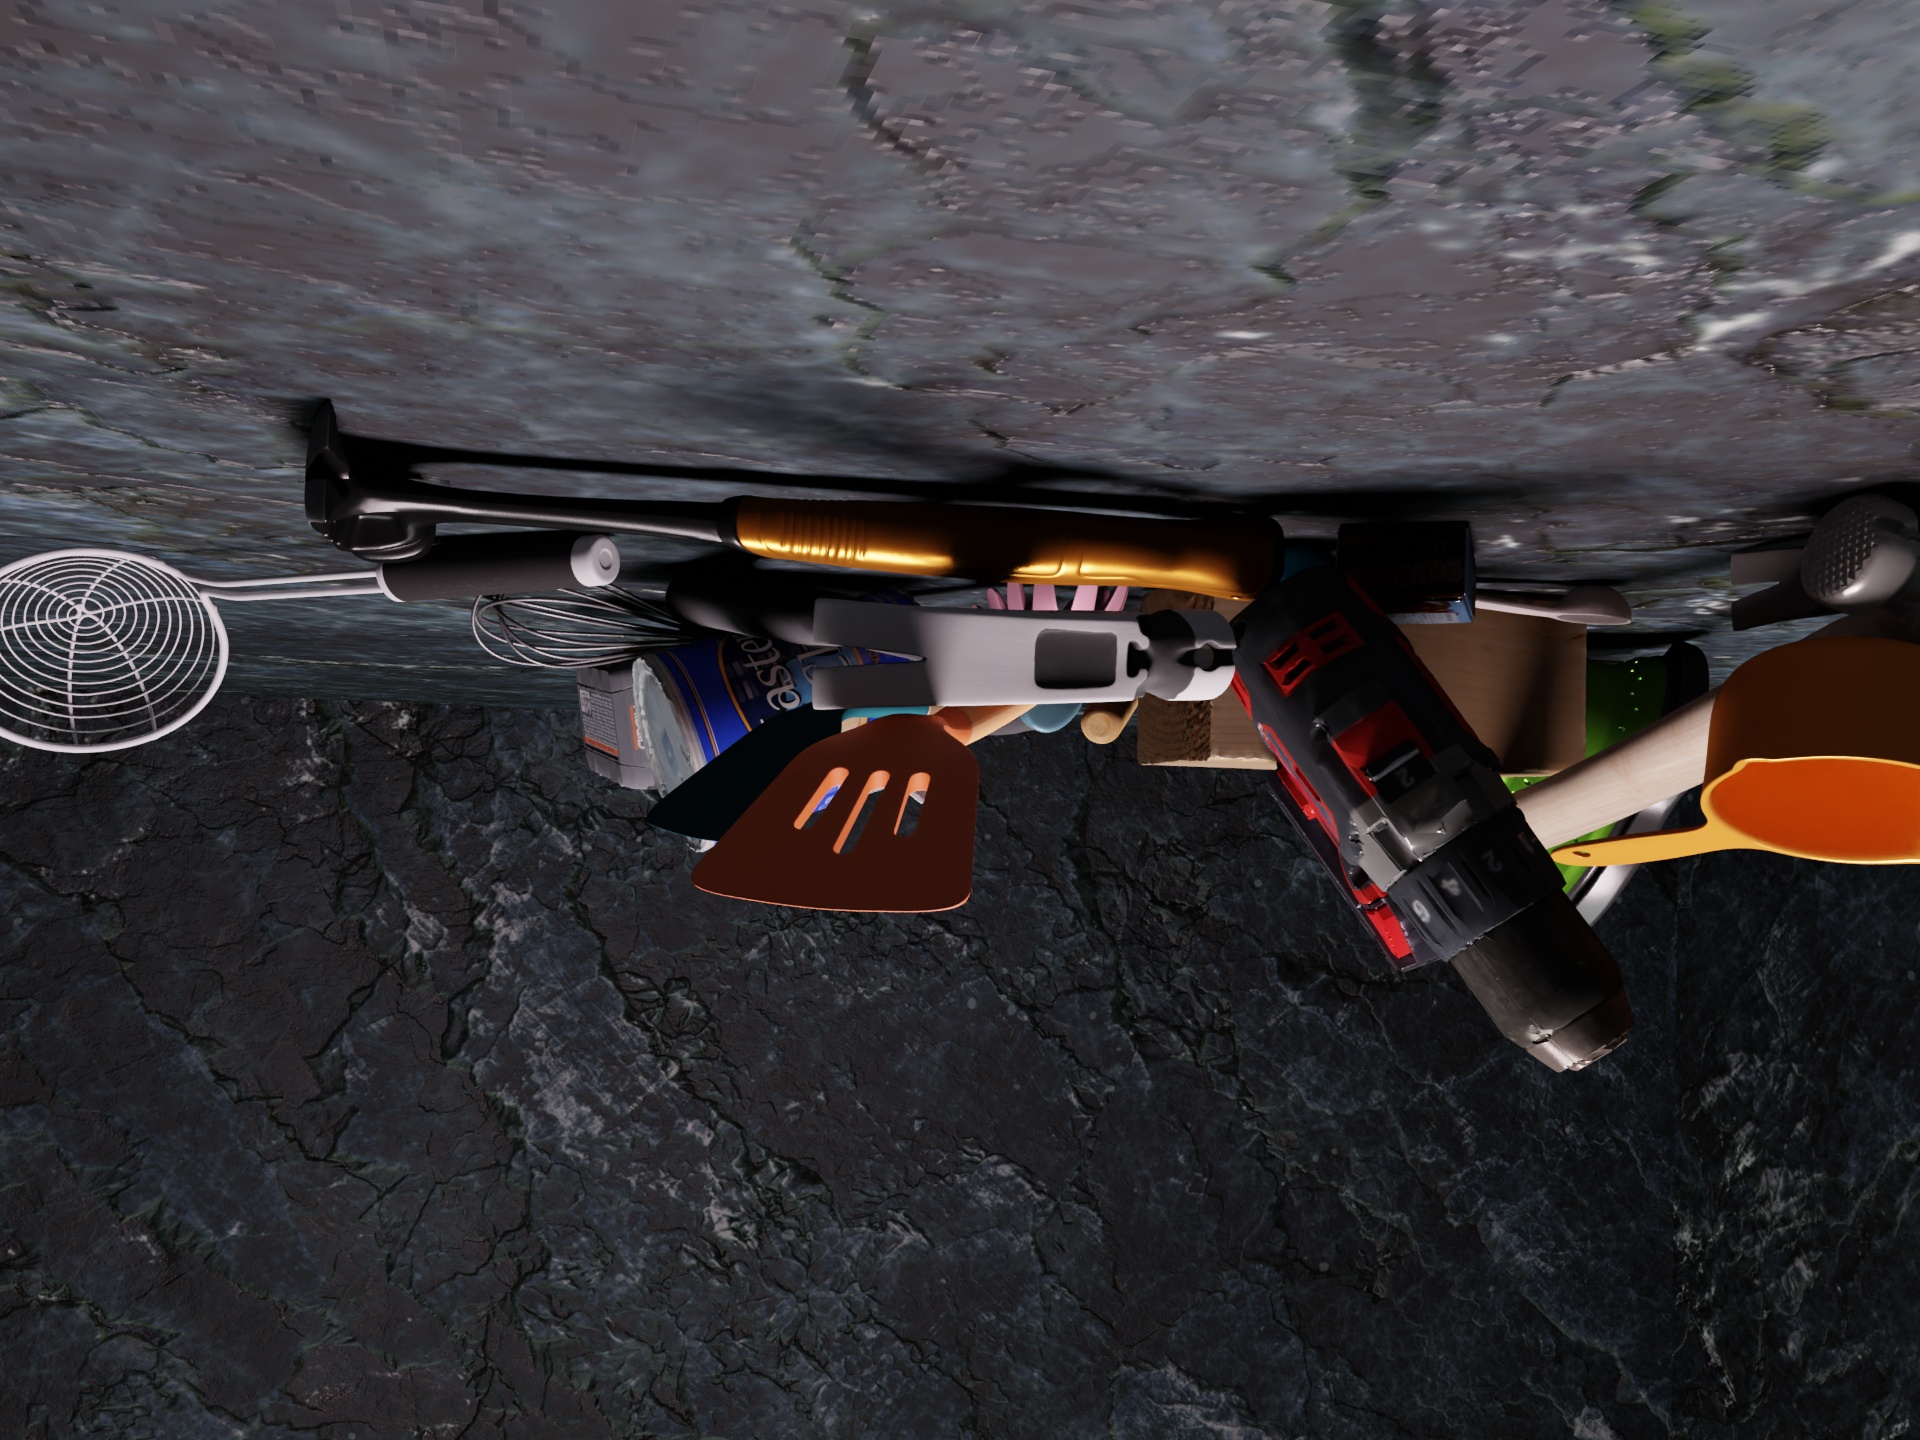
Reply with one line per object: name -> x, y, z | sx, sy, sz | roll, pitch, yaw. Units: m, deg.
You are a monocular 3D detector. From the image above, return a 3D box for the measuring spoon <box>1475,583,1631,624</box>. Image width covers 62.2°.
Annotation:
measuring spoon -> 0.253, -0.062, 0.749 | 0.124, 0.018, 0.034 | 9, 178, 3

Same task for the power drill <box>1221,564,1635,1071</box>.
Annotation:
power drill -> 0.182, 0.047, 0.615 | 0.080, 0.188, 0.226 | -35, 161, 8

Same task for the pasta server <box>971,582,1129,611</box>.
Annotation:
pasta server -> -0.025, -0.059, 0.877 | 0.060, 0.040, 0.316 | 4, -179, -37

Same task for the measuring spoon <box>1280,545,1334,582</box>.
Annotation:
measuring spoon -> 0.158, -0.066, 0.697 | 0.042, 0.021, 0.128 | 12, -168, 25

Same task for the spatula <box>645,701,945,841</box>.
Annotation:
spatula -> -0.001, -0.002, 0.768 | 0.317, 0.044, 0.082 | -14, -167, -41

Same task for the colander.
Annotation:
colander -> 0.367, 0.012, 0.912 | 0.094, 0.204, 0.397 | 25, 170, 7

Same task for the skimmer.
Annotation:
skimmer -> -0.323, -0.039, 0.750 | 0.363, 0.090, 0.127 | -2, 145, 25

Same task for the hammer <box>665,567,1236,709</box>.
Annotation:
hammer -> -0.051, -0.040, 0.648 | 0.146, 0.035, 0.335 | -2, -172, -30

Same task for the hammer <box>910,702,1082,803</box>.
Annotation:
hammer -> 0.020, -0.006, 1.001 | 0.033, 0.128, 0.331 | 40, 171, -6

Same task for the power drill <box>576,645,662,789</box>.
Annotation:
power drill -> -0.111, -0.014, 0.995 | 0.226, 0.084, 0.164 | -9, -172, -24

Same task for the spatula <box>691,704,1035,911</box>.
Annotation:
spatula -> 0.002, 0.009, 0.579 | 0.081, 0.041, 0.322 | 3, -171, 14

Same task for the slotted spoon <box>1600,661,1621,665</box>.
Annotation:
slotted spoon -> 0.361, -0.034, 1.141 | 0.313, 0.031, 0.070 | 0, 178, -6

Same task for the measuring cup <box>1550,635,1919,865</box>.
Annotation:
measuring cup -> 0.281, 0.018, 0.571 | 0.095, 0.052, 0.173 | 23, 159, -18

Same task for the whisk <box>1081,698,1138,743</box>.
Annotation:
whisk -> 0.100, -0.020, 0.907 | 0.051, 0.047, 0.245 | -8, -170, 15

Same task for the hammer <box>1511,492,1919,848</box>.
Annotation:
hammer -> 0.302, 0.026, 0.693 | 0.146, 0.038, 0.410 | 20, 158, -8

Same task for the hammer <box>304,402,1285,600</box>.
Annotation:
hammer -> -0.045, -0.067, 0.548 | 0.336, 0.034, 0.127 | 2, 179, -13

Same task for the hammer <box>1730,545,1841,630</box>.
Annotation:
hammer -> 0.423, -0.047, 0.697 | 0.130, 0.031, 0.331 | 0, 177, 33

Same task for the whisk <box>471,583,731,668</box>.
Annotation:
whisk -> -0.146, -0.043, 0.854 | 0.238, 0.055, 0.055 | 9, 174, -35
